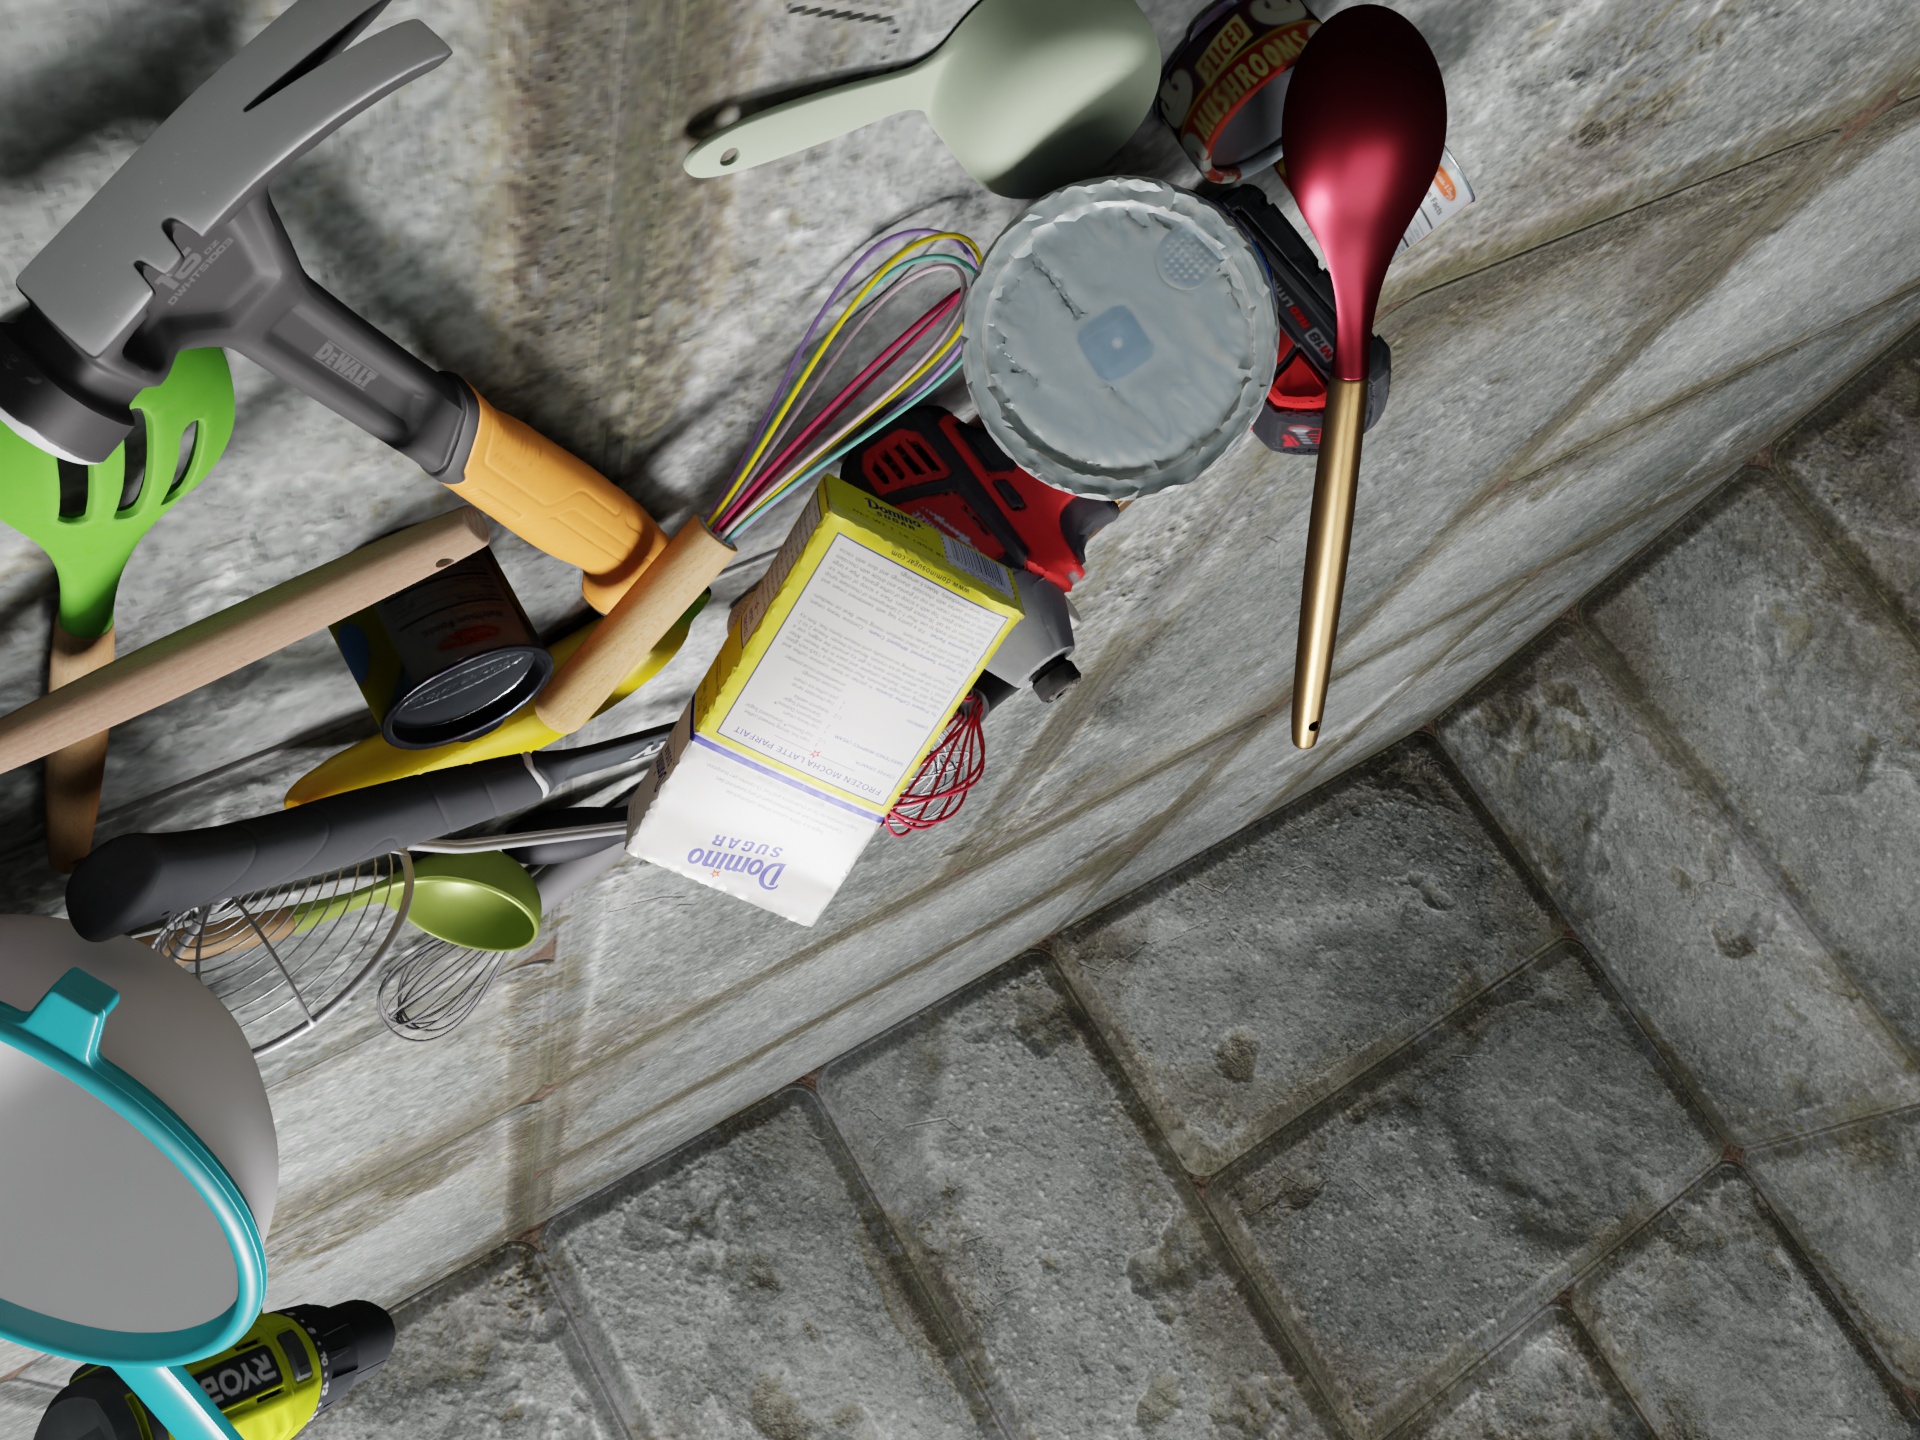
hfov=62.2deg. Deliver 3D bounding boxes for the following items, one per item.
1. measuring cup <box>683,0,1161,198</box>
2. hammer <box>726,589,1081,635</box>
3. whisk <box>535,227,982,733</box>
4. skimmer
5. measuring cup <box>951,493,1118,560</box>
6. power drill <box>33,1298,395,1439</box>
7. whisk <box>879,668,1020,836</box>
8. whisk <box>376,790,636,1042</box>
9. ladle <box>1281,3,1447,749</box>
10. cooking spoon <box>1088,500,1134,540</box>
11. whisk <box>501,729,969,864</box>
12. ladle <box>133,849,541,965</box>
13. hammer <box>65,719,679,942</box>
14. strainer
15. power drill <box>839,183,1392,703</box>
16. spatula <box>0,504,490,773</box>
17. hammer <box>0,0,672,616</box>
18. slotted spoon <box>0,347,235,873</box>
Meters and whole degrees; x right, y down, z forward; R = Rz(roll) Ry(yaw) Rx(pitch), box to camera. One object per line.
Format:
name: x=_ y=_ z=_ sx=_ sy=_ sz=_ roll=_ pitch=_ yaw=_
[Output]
measuring cup: x=-0.006 y=-0.186 z=0.499 sx=0.167 sy=0.038 sz=0.083 roll=-28 pitch=165 yaw=-26
hammer: x=-0.038 y=-0.043 z=0.931 sx=0.130 sy=0.031 sz=0.331 roll=-37 pitch=165 yaw=18
whisk: x=-0.075 y=-0.085 z=0.603 sx=0.245 sy=0.051 sz=0.047 roll=-47 pitch=175 yaw=10
skimmer: x=-0.208 y=0.086 z=0.791 sx=0.363 sy=0.127 sz=0.090 roll=-6 pitch=109 yaw=-45
measuring cup: x=0.013 y=-0.101 z=0.818 sx=0.095 sy=0.052 sz=0.173 roll=-26 pitch=177 yaw=-27
power drill: x=-0.390 y=0.259 z=0.795 sx=0.080 sy=0.229 sz=0.190 roll=-36 pitch=165 yaw=14
whisk: x=-0.001 y=-0.003 z=0.871 sx=0.073 sy=0.073 sz=0.296 roll=-38 pitch=-178 yaw=22
whisk: x=-0.265 y=0.118 z=0.967 sx=0.239 sy=0.055 sz=0.055 roll=-39 pitch=165 yaw=12
ladle: x=0.151 y=-0.115 z=0.637 sx=0.069 sy=0.031 sz=0.315 roll=-15 pitch=128 yaw=-16
cooking spoon: x=0.040 y=-0.085 z=0.895 sx=0.319 sy=0.017 sz=0.068 roll=-41 pitch=171 yaw=1
whisk: x=-0.126 y=0.047 z=0.936 sx=0.284 sy=0.070 sz=0.070 roll=-10 pitch=158 yaw=-22
ladle: x=-0.345 y=0.114 z=0.765 sx=0.078 sy=0.062 sz=0.320 roll=-29 pitch=168 yaw=40
hammer: x=-0.174 y=0.021 z=0.695 sx=0.409 sy=0.036 sz=0.149 roll=-18 pitch=163 yaw=-50
strainer: x=-0.329 y=0.196 z=0.640 sx=0.211 sy=0.340 sz=0.095 roll=-3 pitch=-145 yaw=16
power drill: x=0.070 y=-0.115 z=0.696 sx=0.219 sy=0.143 sz=0.078 roll=-35 pitch=169 yaw=3
spatula: x=-0.280 y=0.002 z=0.490 sx=0.316 sy=0.018 sz=0.059 roll=-22 pitch=169 yaw=13
hammer: x=-0.147 y=-0.091 z=0.503 sx=0.127 sy=0.034 sz=0.336 roll=-47 pitch=169 yaw=-1
slotted spoon: x=-0.280 y=-0.019 z=0.511 sx=0.070 sy=0.031 sz=0.313 roll=-25 pitch=166 yaw=-40
